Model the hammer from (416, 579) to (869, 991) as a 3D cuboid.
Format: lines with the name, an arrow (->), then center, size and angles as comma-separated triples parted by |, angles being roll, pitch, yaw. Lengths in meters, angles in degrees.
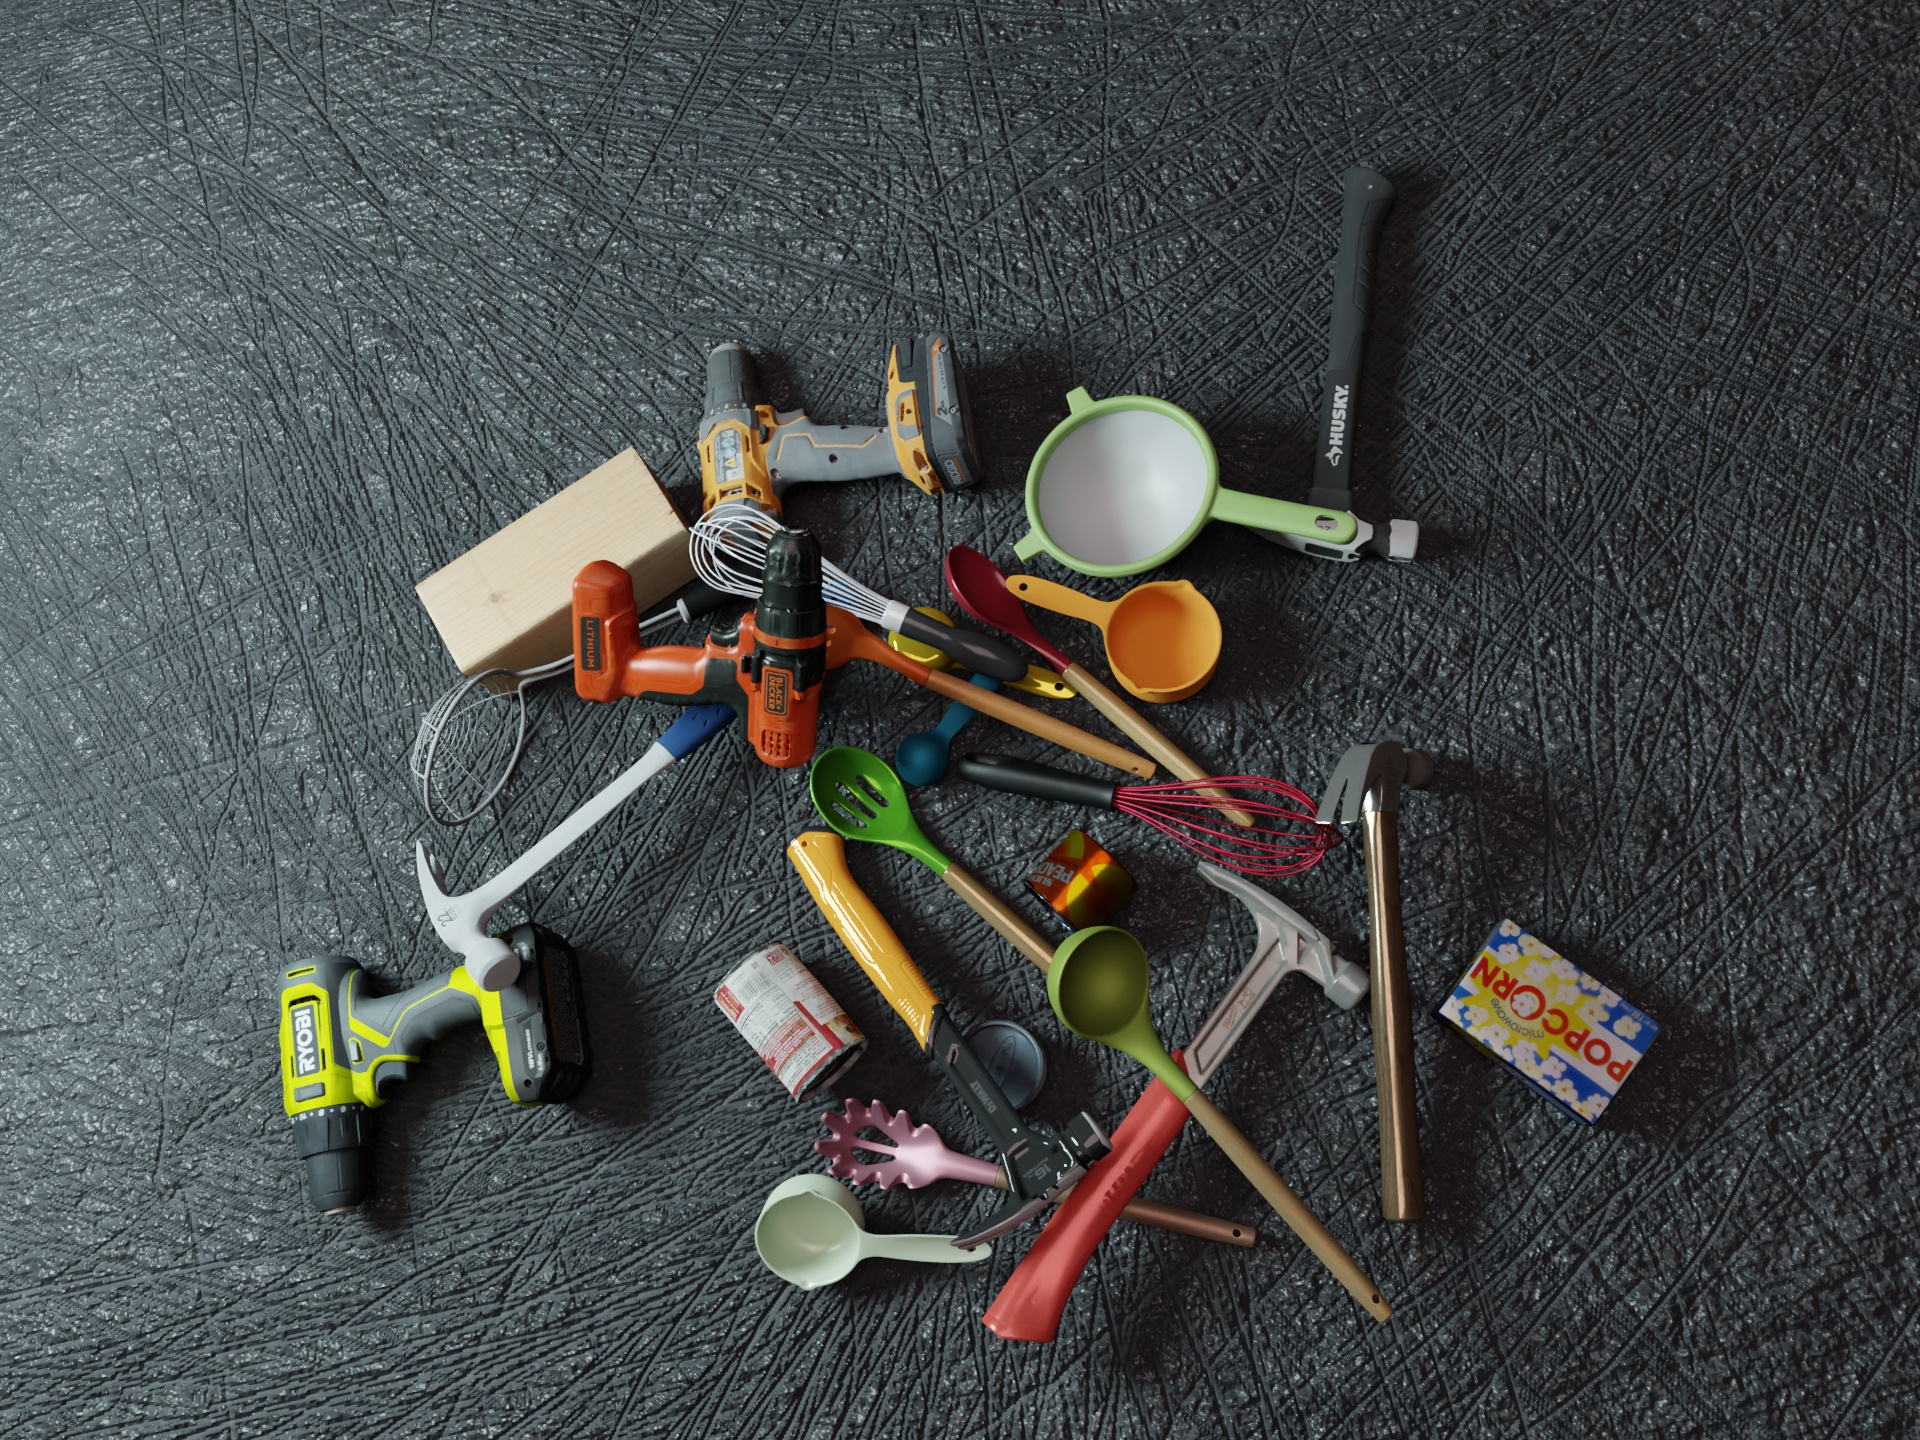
hammer -> -0.238, 0.028, 1.224 | 0.405, 0.035, 0.144 | -41, 54, -15

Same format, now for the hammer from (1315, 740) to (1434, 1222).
hammer -> 0.299, 0.178, 1.111 | 0.031, 0.130, 0.331 | -8, 80, 40

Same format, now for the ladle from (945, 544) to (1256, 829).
ladle -> 0.103, -0.024, 1.222 | 0.315, 0.069, 0.031 | 42, 125, 12

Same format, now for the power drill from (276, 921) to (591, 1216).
power drill -> -0.404, 0.258, 1.202 | 0.228, 0.080, 0.191 | -15, 72, 7

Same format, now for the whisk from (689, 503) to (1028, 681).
whisk -> -0.079, -0.093, 1.223 | 0.284, 0.070, 0.070 | 24, 79, 4

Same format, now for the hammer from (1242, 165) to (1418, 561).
hammer -> 0.301, -0.289, 1.265 | 0.146, 0.035, 0.335 | 7, 76, 10

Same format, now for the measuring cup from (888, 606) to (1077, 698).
measuring cup -> 0.017, -0.048, 1.244 | 0.156, 0.029, 0.062 | 18, 78, 12

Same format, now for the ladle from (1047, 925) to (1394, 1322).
ladle -> 0.176, 0.270, 1.067 | 0.078, 0.062, 0.320 | -36, 74, -21

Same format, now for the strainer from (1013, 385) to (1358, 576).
strainer -> 0.178, -0.160, 1.219 | 0.256, 0.069, 0.151 | 14, 78, 21

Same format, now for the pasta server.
pasta server -> 0.052, 0.330, 1.132 | 0.316, 0.040, 0.060 | 11, 72, 10

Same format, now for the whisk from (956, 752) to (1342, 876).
whisk -> 0.134, 0.061, 1.175 | 0.296, 0.073, 0.073 | 11, 77, 21

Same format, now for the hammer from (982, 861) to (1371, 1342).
hammer -> 0.129, 0.275, 1.116 | 0.149, 0.036, 0.359 | 36, 76, 15

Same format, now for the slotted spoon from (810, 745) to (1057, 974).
slotted spoon -> 0.008, 0.131, 1.198 | 0.314, 0.031, 0.070 | 40, 63, 14

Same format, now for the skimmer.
skimmer -> -0.262, -0.038, 1.255 | 0.363, 0.127, 0.090 | -27, 64, -9

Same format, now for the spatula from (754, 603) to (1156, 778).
spatula -> -0.004, -0.018, 1.198 | 0.322, 0.081, 0.041 | 23, 38, -1

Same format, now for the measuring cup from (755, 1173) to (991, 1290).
measuring cup -> -0.061, 0.363, 1.133 | 0.167, 0.038, 0.083 | 3, 107, 3

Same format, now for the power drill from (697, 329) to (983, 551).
power drill -> -0.107, -0.247, 1.294 | 0.226, 0.084, 0.185 | -13, 65, 10

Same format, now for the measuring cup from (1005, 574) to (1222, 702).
measuring cup -> 0.117, -0.072, 1.225 | 0.174, 0.052, 0.095 | 21, 79, 16

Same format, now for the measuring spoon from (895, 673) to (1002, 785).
measuring spoon -> -0.002, -0.004, 1.224 | 0.042, 0.021, 0.128 | 39, 88, 0

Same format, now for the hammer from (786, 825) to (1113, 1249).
hammer -> -0.037, 0.210, 1.147 | 0.127, 0.034, 0.337 | -37, 61, -1
